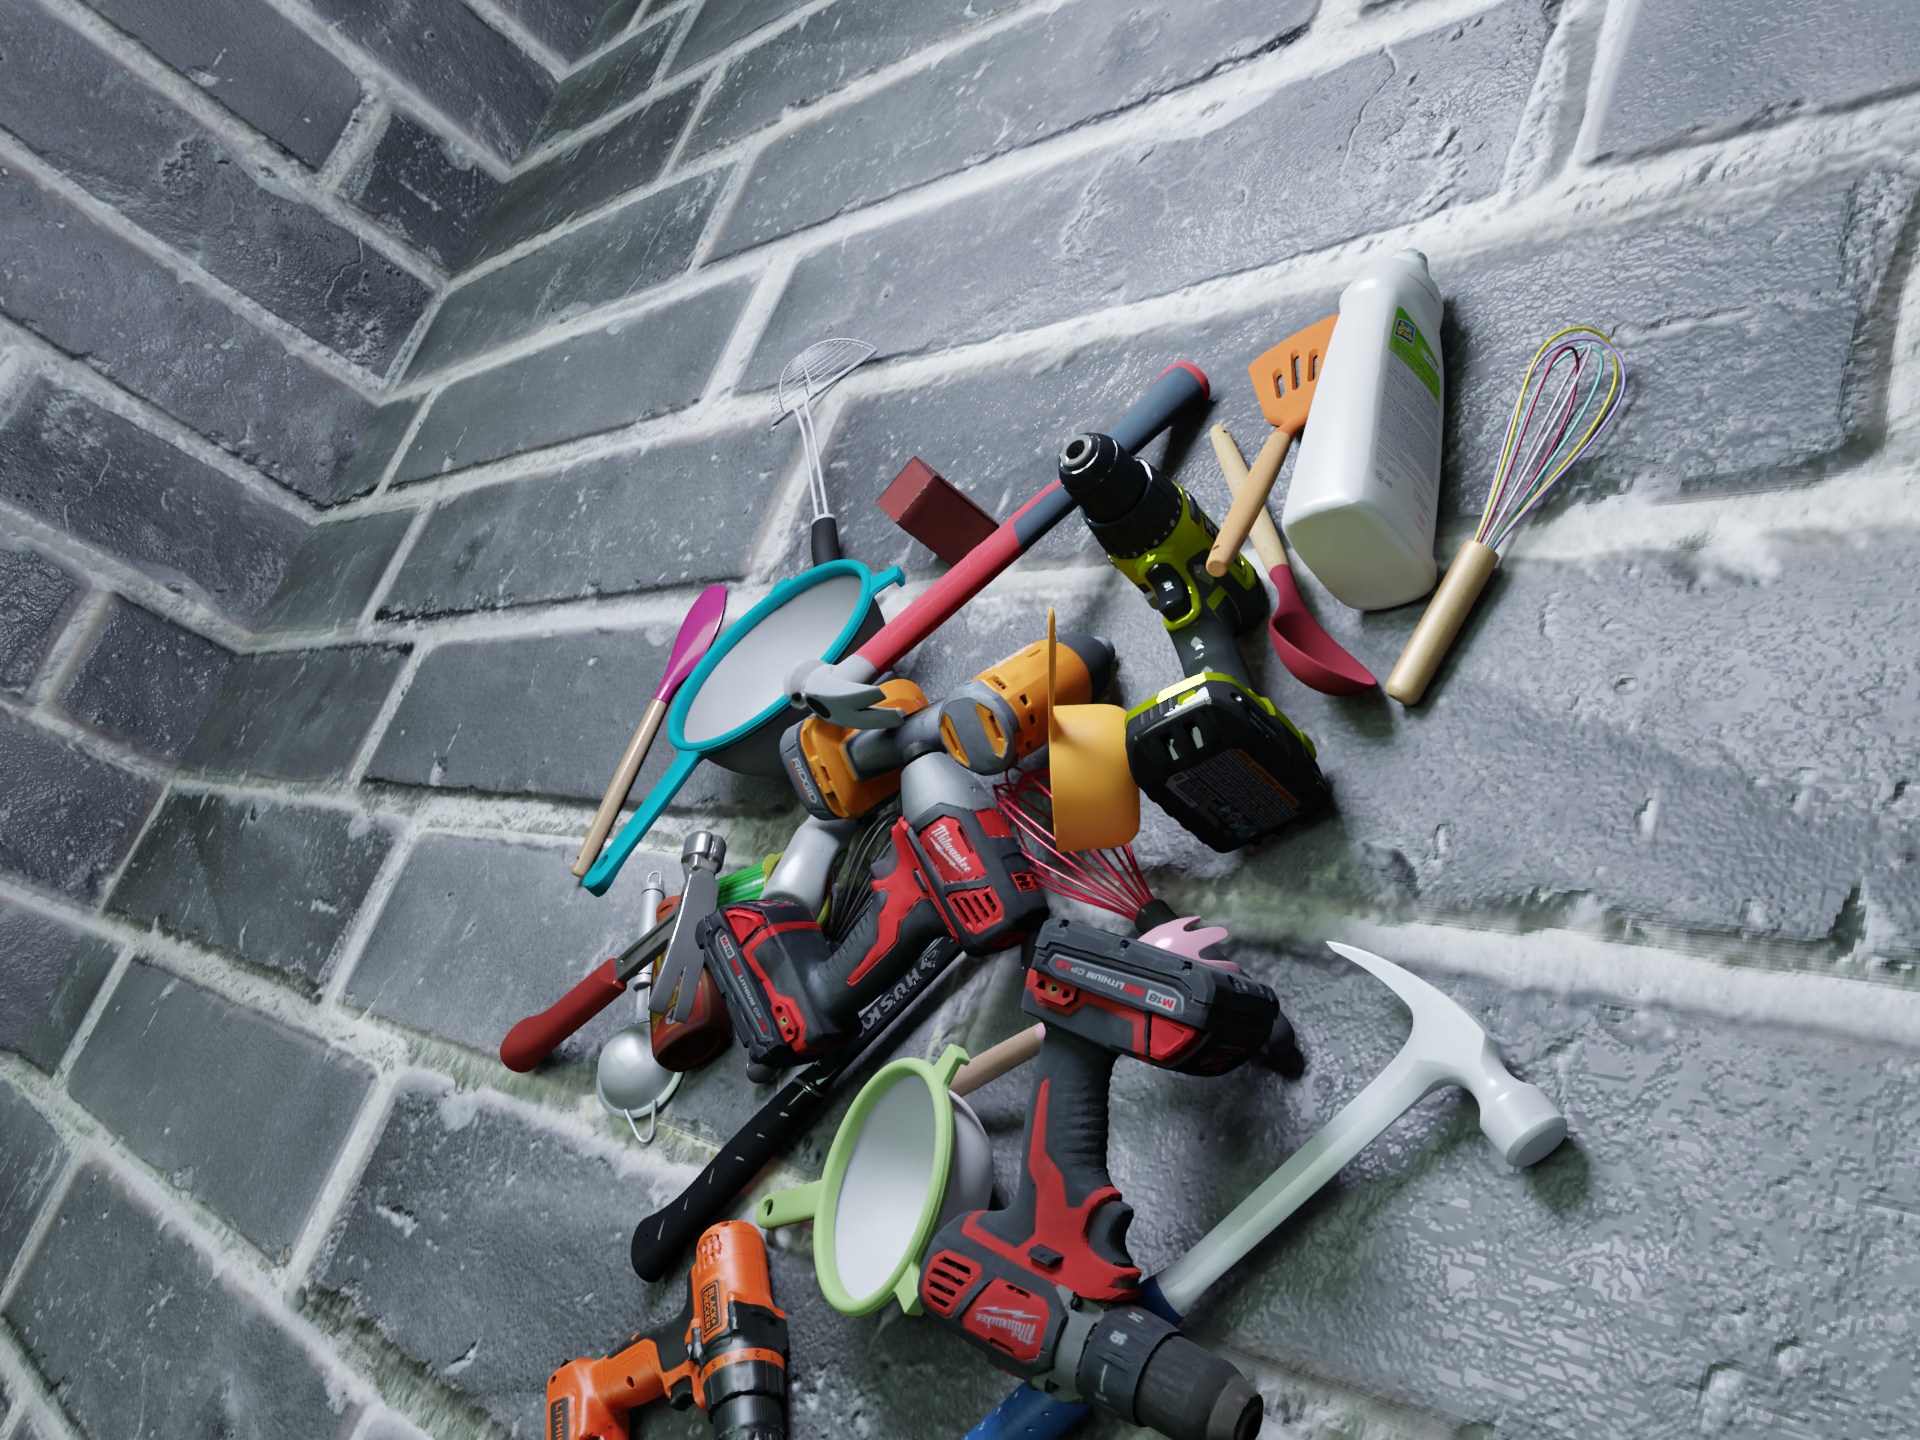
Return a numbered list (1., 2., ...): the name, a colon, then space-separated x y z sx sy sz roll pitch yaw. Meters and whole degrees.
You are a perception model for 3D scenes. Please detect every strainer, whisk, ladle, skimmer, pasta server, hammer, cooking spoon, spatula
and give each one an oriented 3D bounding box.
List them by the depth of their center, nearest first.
1. hammer: 0.114 0.284 0.820 0.405 0.035 0.144 -47 45 13
2. whisk: 0.310 -0.120 0.923 0.051 0.047 0.245 27 87 53
3. pasta server: 0.040 0.198 0.956 0.316 0.040 0.060 -39 56 40
4. whisk: 0.105 0.108 0.964 0.073 0.073 0.296 -52 41 4
5. strainer: -0.050 0.302 0.992 0.256 0.069 0.152 -35 39 53
6. ladle: 0.202 -0.112 1.036 0.031 0.069 0.316 -55 26 31
7. spatula: 0.199 -0.180 1.037 0.081 0.041 0.323 -25 20 35
8. hammer: -0.089 0.244 1.094 0.409 0.036 0.149 -47 38 12
9. hammer: 0.048 -0.130 1.111 0.386 0.038 0.143 -42 23 -18
10. whisk: -0.087 0.162 1.149 0.239 0.055 0.055 -58 36 3
11. hammer: -0.287 0.220 1.256 0.359 0.036 0.149 -39 33 44
12. strainer: -0.163 0.022 1.266 0.211 0.095 0.340 2 50 54
13. strainer: -0.261 0.222 1.302 0.087 0.050 0.259 -22 42 15
14. skimmer: -0.116 -0.221 1.495 0.127 0.090 0.364 -29 53 27
15. cooking spoon: -0.301 0.005 1.533 0.069 0.017 0.319 0 62 49

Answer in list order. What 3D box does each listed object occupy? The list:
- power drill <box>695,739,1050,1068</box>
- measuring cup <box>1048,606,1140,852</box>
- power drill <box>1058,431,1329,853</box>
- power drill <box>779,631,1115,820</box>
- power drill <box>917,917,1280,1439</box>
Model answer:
1. power drill: -0.059 0.119 1.028 0.219 0.078 0.143 -36 70 22
2. measuring cup: 0.077 0.003 0.915 0.052 0.173 0.095 -2 43 4
3. power drill: 0.132 -0.054 0.950 0.080 0.190 0.229 -28 48 24
4. power drill: -0.002 -0.004 1.120 0.226 0.084 0.164 -16 11 44
5. power drill: 0.086 0.229 0.791 0.188 0.080 0.227 15 85 38
